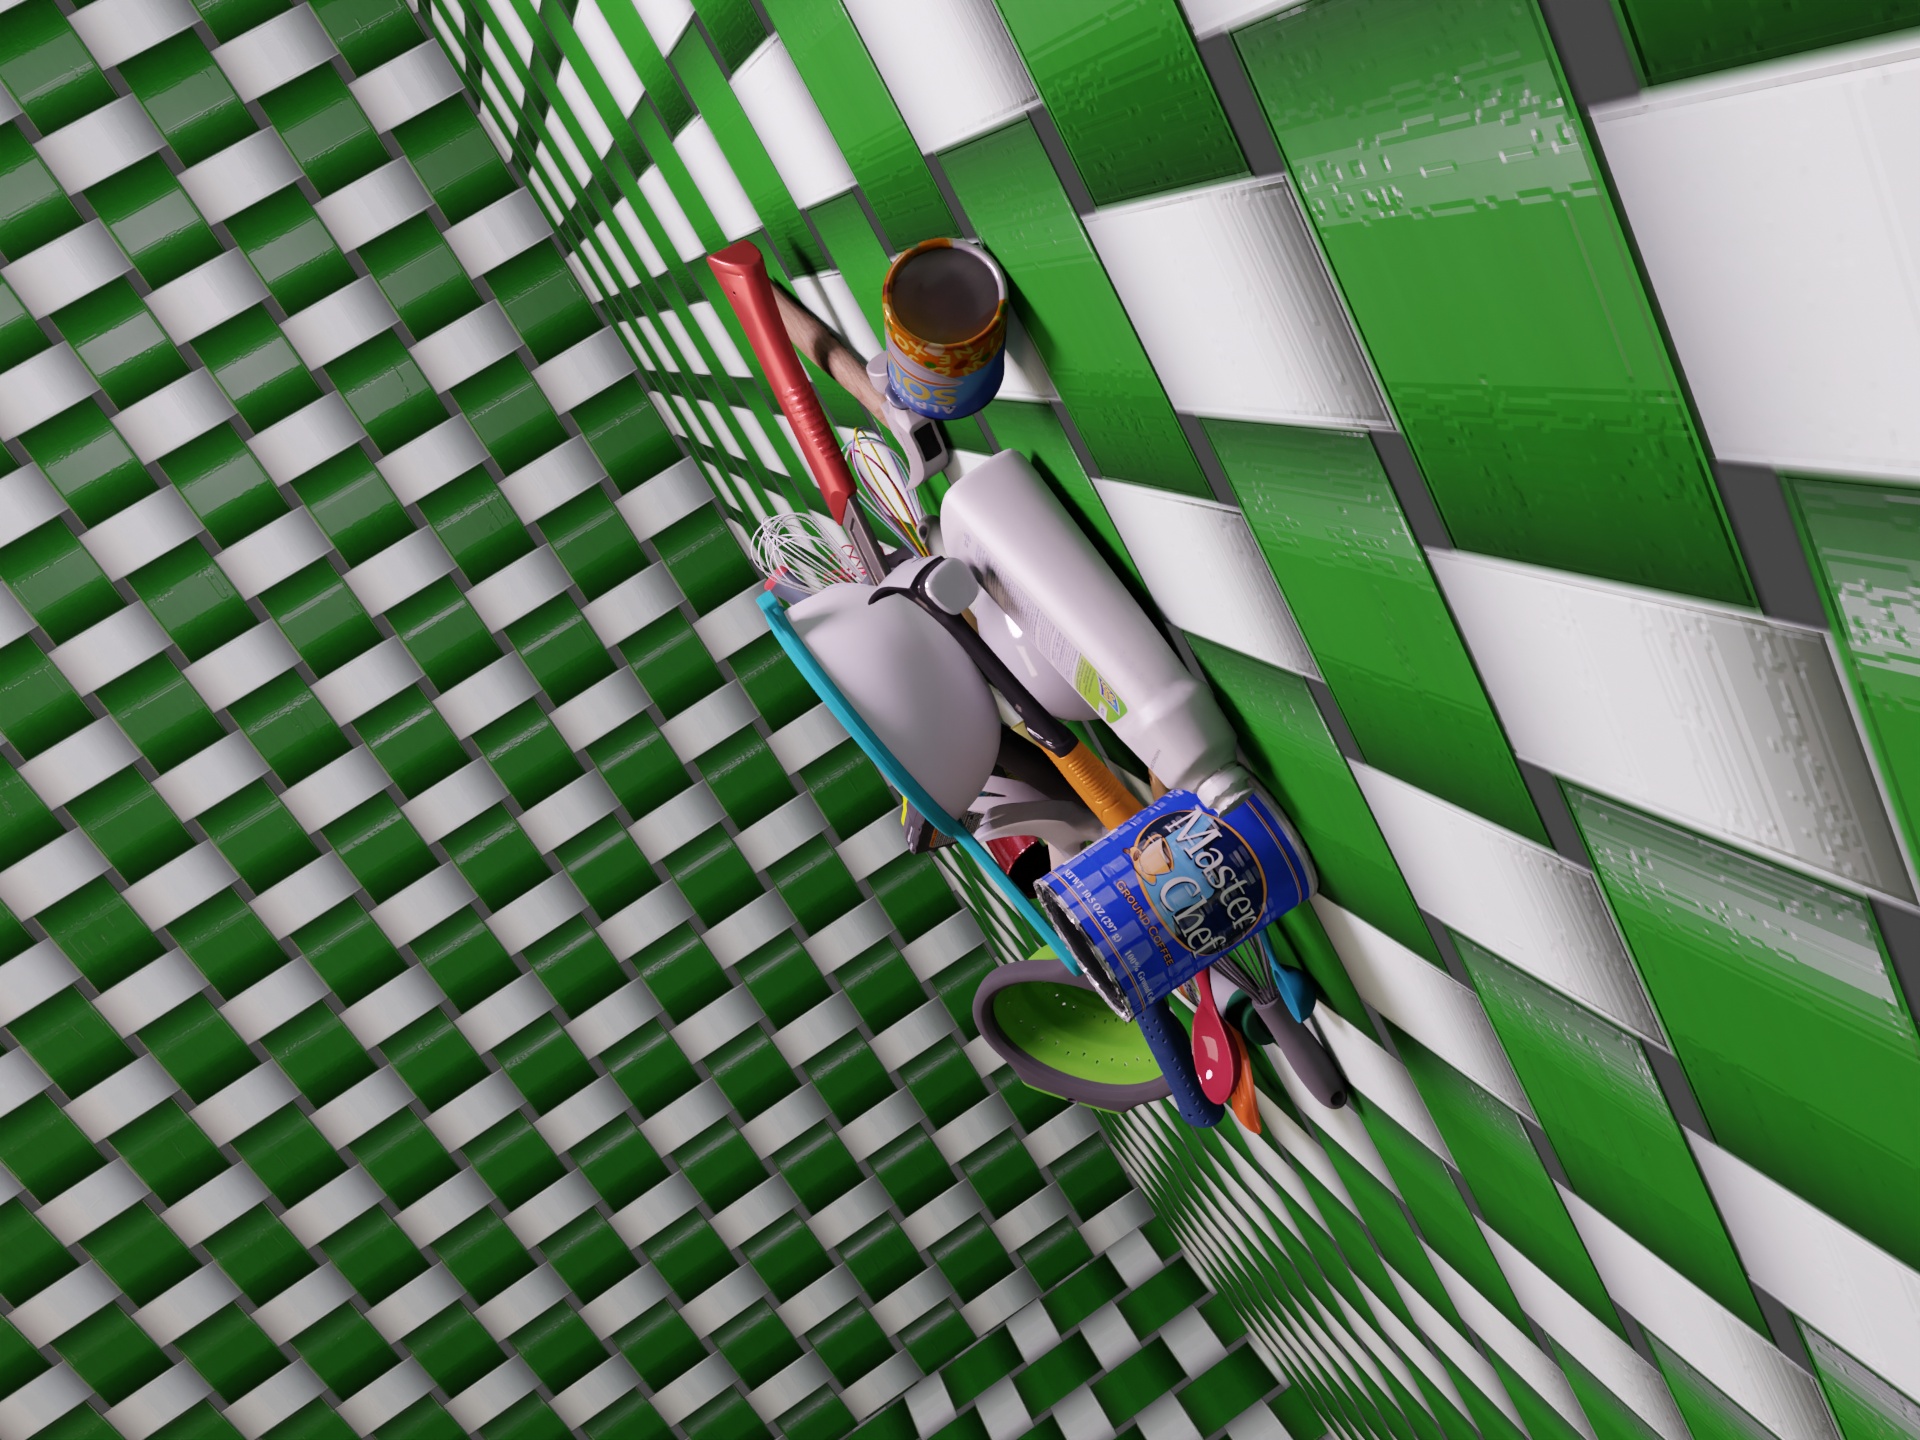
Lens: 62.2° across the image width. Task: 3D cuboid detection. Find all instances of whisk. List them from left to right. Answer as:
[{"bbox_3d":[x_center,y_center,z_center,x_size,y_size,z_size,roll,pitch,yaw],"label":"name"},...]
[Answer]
[{"bbox_3d":[-0.085,-0.114,1.506,0.284,0.070,0.070,33,-170,-40],"label":"whisk"},{"bbox_3d":[-0.077,-0.150,1.573,0.073,0.073,0.296,58,166,-11],"label":"whisk"},{"bbox_3d":[-0.035,-0.148,1.368,0.047,0.051,0.244,36,161,55],"label":"whisk"},{"bbox_3d":[0.027,-0.084,1.250,0.247,0.059,0.057,56,137,36],"label":"whisk"},{"bbox_3d":[0.225,0.200,1.157,0.238,0.055,0.055,55,174,-23],"label":"whisk"}]

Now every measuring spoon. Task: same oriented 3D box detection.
[{"bbox_3d":[0.219,0.148,1.096,0.042,0.021,0.128,-124,12,-79],"label":"measuring spoon"}]

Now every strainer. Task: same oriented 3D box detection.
[{"bbox_3d":[0.004,0.023,1.125,0.340,0.095,0.211,49,-179,8],"label":"strainer"},{"bbox_3d":[0.083,-0.010,1.080,0.257,0.069,0.151,56,172,22],"label":"strainer"}]

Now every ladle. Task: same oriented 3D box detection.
[{"bbox_3d":[0.172,0.159,1.184,0.069,0.031,0.315,-131,22,-59],"label":"ladle"}]

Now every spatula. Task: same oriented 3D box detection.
[{"bbox_3d":[0.195,0.228,1.456,0.322,0.041,0.081,58,173,0],"label":"spatula"}]

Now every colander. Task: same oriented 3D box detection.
[{"bbox_3d":[0.121,0.205,1.402,0.204,0.095,0.396,14,140,12],"label":"colander"}]

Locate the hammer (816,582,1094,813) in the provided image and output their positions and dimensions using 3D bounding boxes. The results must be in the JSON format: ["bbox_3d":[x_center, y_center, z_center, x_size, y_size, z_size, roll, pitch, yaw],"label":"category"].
[{"bbox_3d":[-0.002,-0.004,1.255,0.331,0.033,0.128,34,150,23],"label":"hammer"}]

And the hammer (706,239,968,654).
[{"bbox_3d":[-0.109,-0.202,1.260,0.149,0.037,0.359,2,122,54],"label":"hammer"}]

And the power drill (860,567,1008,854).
[{"bbox_3d":[-0.043,0.001,1.440,0.190,0.080,0.229,108,144,-56],"label":"power drill"}]

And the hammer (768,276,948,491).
[{"bbox_3d":[-0.096,-0.281,1.249,0.332,0.031,0.129,49,169,48],"label":"hammer"}]

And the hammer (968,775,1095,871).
[{"bbox_3d":[0.090,0.149,1.434,0.146,0.038,0.410,13,158,10],"label":"hammer"}]

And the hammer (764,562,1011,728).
[{"bbox_3d":[-0.063,-0.047,1.619,0.387,0.038,0.143,38,174,32],"label":"hammer"}]

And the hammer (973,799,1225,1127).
[{"bbox_3d":[0.135,0.204,1.280,0.144,0.035,0.405,4,138,33],"label":"hammer"}]

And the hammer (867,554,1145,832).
[{"bbox_3d":[0.070,0.025,1.041,0.336,0.034,0.127,48,167,-16],"label":"hammer"}]
